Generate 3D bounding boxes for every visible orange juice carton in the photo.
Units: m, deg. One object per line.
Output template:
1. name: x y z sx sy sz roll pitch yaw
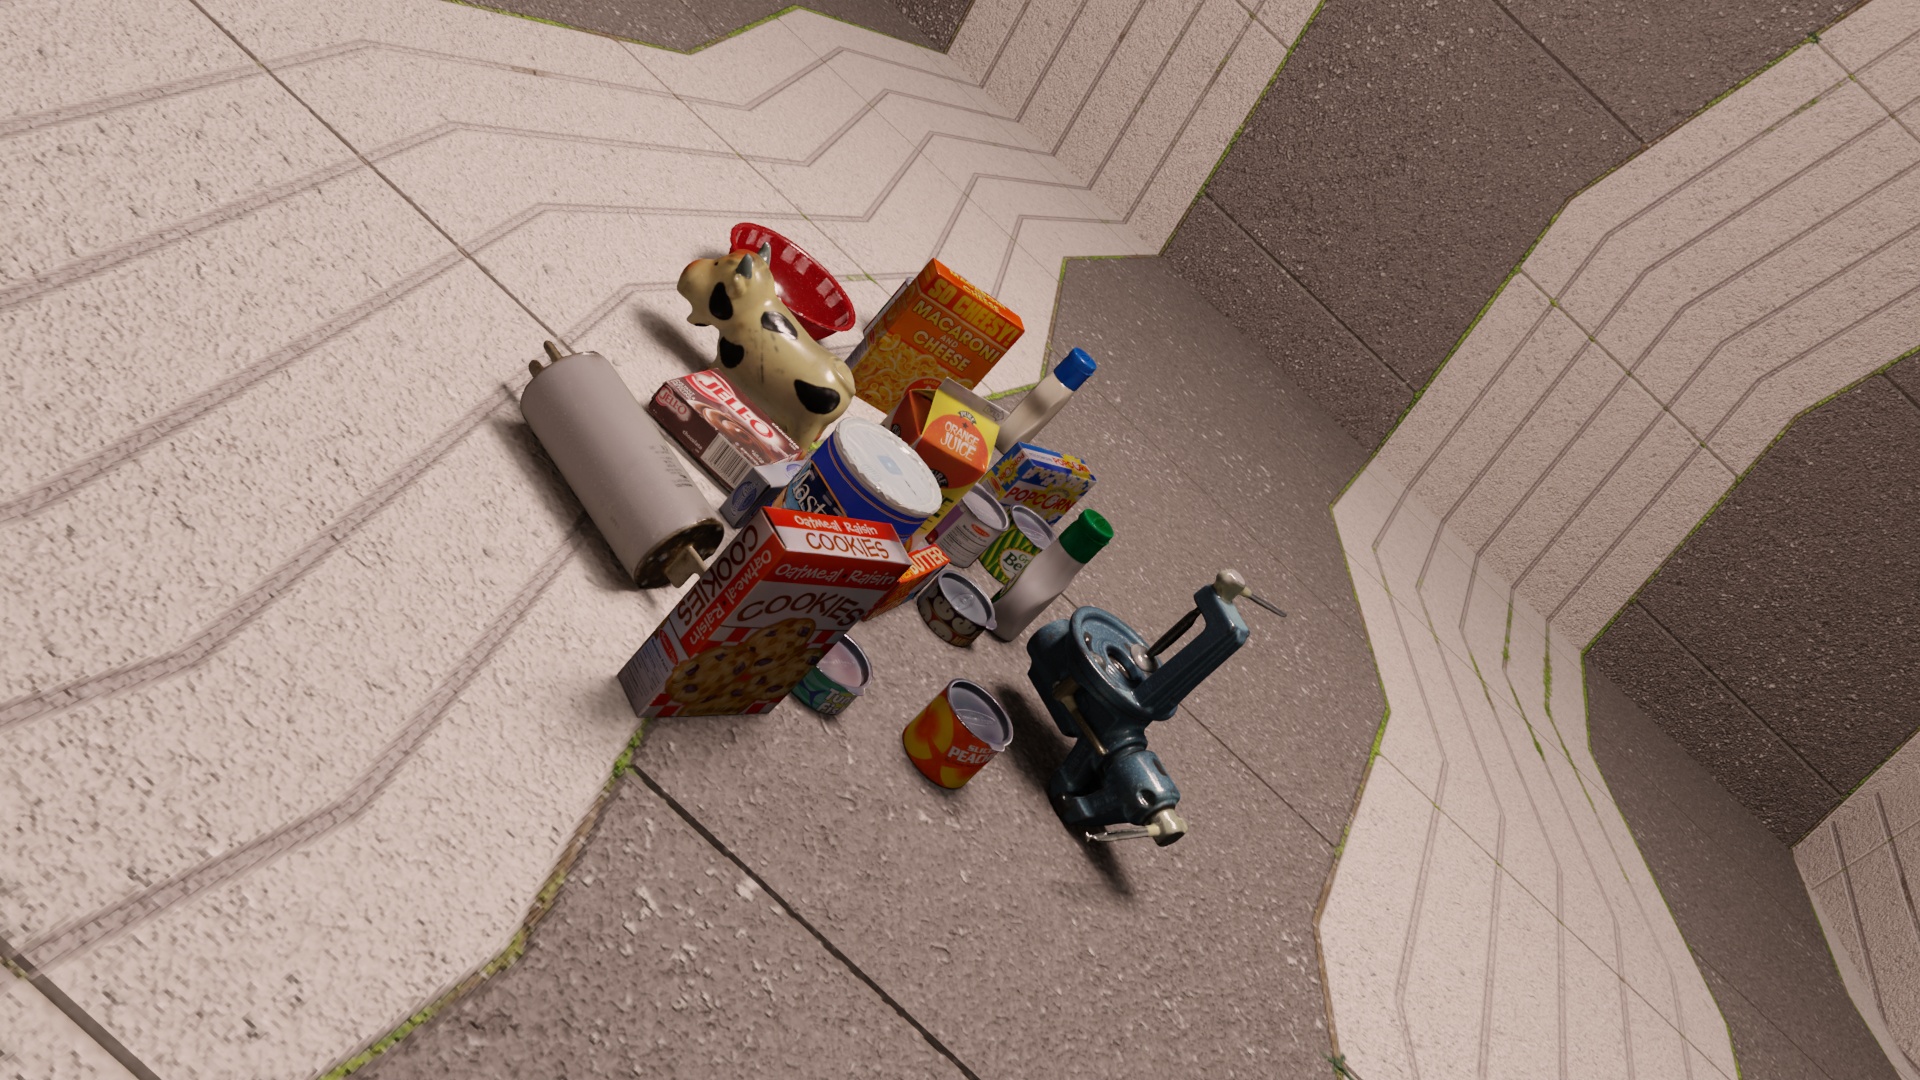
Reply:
1. orange juice carton: -0.045 -0.057 1.192 0.072 0.192 0.073 29 28 -30

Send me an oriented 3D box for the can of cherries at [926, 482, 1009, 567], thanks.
1. can of cherries: 0.005 -0.017 1.367 0.071 0.058 0.072 35 25 -19

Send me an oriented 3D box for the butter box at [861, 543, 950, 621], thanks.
1. butter box: -0.052 0.035 1.200 0.024 0.053 0.104 48 24 9

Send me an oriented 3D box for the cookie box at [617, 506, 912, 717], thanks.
1. cookie box: -0.128 0.050 0.919 0.123 0.167 0.040 8 42 -53

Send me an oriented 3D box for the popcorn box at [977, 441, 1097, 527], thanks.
1. popcorn box: 0.080 -0.058 1.518 0.127 0.085 0.038 10 40 -51

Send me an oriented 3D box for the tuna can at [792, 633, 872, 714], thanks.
1. tuna can: -0.101 0.098 1.048 0.071 0.032 0.071 35 25 -19

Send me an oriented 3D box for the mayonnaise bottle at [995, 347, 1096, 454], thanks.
1. mayonnaise bottle: 0.099 -0.164 1.642 0.041 0.147 0.065 48 24 8

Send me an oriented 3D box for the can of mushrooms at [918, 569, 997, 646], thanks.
1. can of mushrooms: -0.002 0.063 1.256 0.071 0.033 0.071 35 25 -19

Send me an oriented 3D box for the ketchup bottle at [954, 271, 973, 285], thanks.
1. ketchup bottle: -0.042 -0.230 1.529 0.065 0.148 0.044 44 24 0

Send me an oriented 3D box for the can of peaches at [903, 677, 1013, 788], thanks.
1. can of peaches: -0.002 0.152 1.082 0.071 0.058 0.071 35 25 -19

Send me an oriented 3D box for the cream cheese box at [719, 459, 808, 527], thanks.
1. cream cheese box: -0.153 -0.041 1.168 0.024 0.053 0.104 49 25 12

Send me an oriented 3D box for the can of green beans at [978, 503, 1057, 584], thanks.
1. can of green beans: 0.057 0.006 1.412 0.071 0.057 0.071 35 25 -19

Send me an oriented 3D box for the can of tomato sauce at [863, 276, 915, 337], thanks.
1. can of tomato sauce: -0.062 -0.254 1.619 0.071 0.082 0.071 35 25 -19

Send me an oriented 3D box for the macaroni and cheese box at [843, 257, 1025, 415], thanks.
1. macaroni and cheese box: -0.032 -0.203 1.479 0.123 0.166 0.040 29 27 -30

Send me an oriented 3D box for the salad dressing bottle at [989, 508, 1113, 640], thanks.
1. salad dressing bottle: 0.081 0.032 1.298 0.044 0.147 0.064 47 24 6
